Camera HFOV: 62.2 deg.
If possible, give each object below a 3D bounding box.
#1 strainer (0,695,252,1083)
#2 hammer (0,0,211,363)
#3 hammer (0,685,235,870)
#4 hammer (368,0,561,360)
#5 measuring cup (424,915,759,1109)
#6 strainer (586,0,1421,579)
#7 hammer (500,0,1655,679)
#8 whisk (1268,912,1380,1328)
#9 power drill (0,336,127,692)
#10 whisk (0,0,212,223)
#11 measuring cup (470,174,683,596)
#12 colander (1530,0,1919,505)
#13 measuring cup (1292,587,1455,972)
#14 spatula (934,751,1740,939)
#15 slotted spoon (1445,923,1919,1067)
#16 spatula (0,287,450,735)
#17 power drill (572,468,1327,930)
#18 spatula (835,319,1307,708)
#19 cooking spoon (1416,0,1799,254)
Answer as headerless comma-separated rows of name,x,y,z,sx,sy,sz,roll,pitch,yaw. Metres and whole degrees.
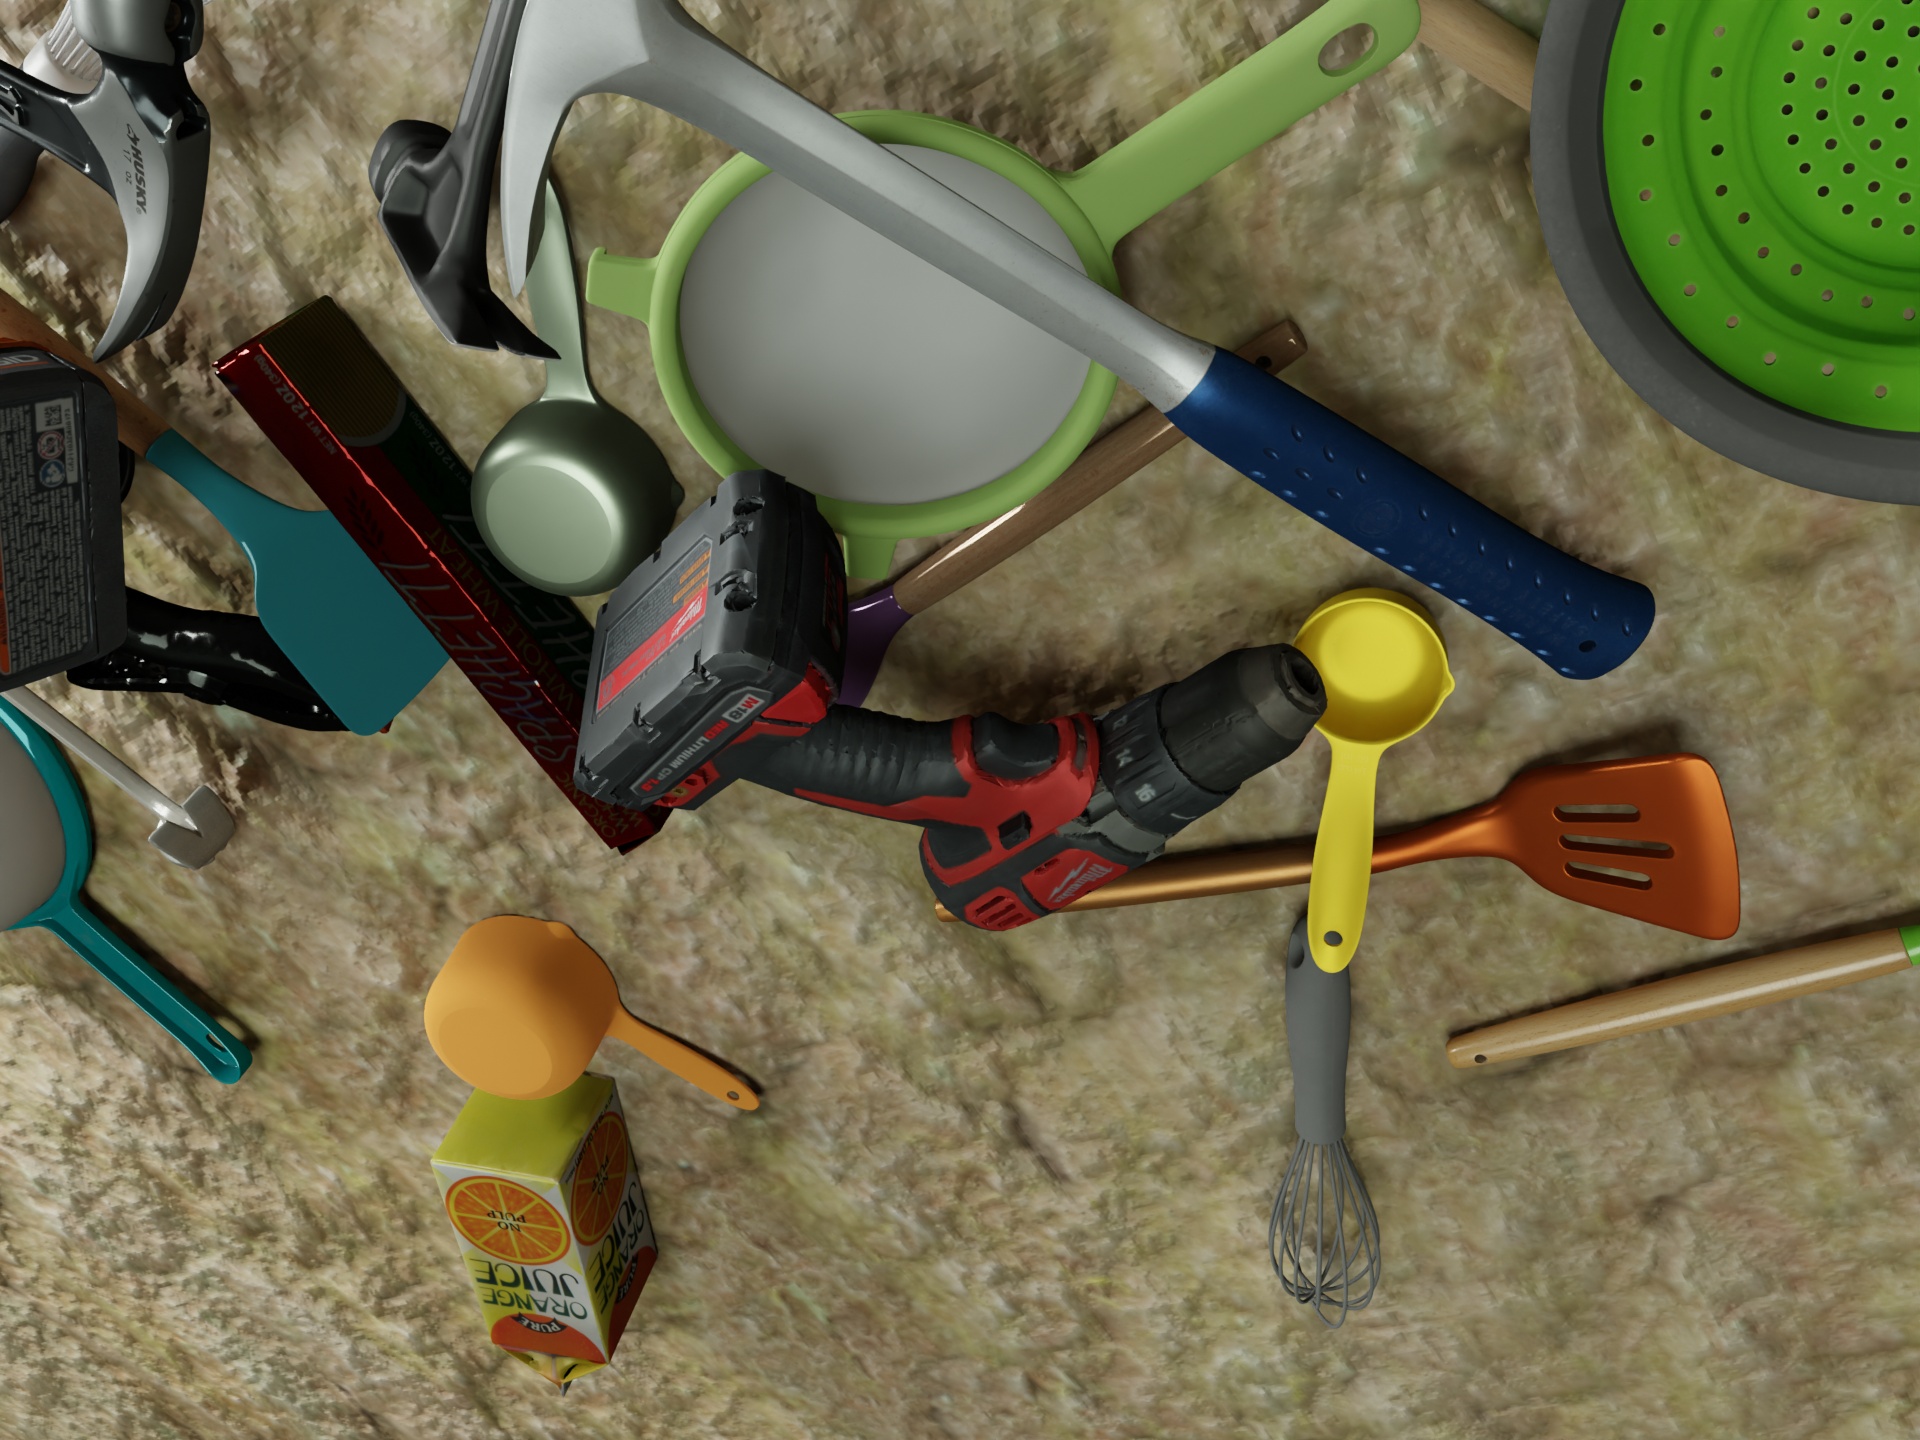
strainer,-0.512,0.093,0.799,0.211,0.095,0.340,-31,111,30
hammer,-0.428,-0.263,0.535,0.409,0.036,0.149,28,134,5
hammer,-0.470,-0.059,0.690,0.359,0.037,0.149,41,159,-10
hammer,-0.103,-0.270,0.448,0.034,0.127,0.336,1,131,-38
measuring cup,-0.184,0.167,0.792,0.173,0.052,0.095,30,126,-4
strainer,0.020,-0.161,0.505,0.256,0.069,0.151,-28,128,21
hammer,0.057,-0.106,0.486,0.405,0.035,0.144,25,128,-23
whisk,0.164,0.186,0.722,0.055,0.055,0.238,0,120,14
power drill,-0.416,-0.085,0.581,0.226,0.084,0.164,21,117,18
whisk,-0.288,-0.238,0.539,0.284,0.070,0.070,-25,115,33
measuring cup,-0.153,-0.120,0.594,0.083,0.038,0.167,7,127,10
colander,0.204,-0.225,0.413,0.397,0.094,0.204,47,124,3
measuring cup,0.150,0.024,0.606,0.062,0.029,0.156,9,115,16
spatula,0.136,0.063,0.646,0.322,0.041,0.081,-10,114,22
slotted spoon,0.342,0.094,0.624,0.314,0.031,0.070,-22,116,29
spatula,-0.330,-0.121,0.613,0.317,0.044,0.082,41,80,-13
power drill,-0.001,-0.002,0.571,0.226,0.080,0.188,24,139,-32
spatula,-0.001,-0.058,0.612,0.316,0.018,0.059,-32,112,32
cooking spoon,0.114,-0.224,0.467,0.319,0.017,0.068,29,116,-6
